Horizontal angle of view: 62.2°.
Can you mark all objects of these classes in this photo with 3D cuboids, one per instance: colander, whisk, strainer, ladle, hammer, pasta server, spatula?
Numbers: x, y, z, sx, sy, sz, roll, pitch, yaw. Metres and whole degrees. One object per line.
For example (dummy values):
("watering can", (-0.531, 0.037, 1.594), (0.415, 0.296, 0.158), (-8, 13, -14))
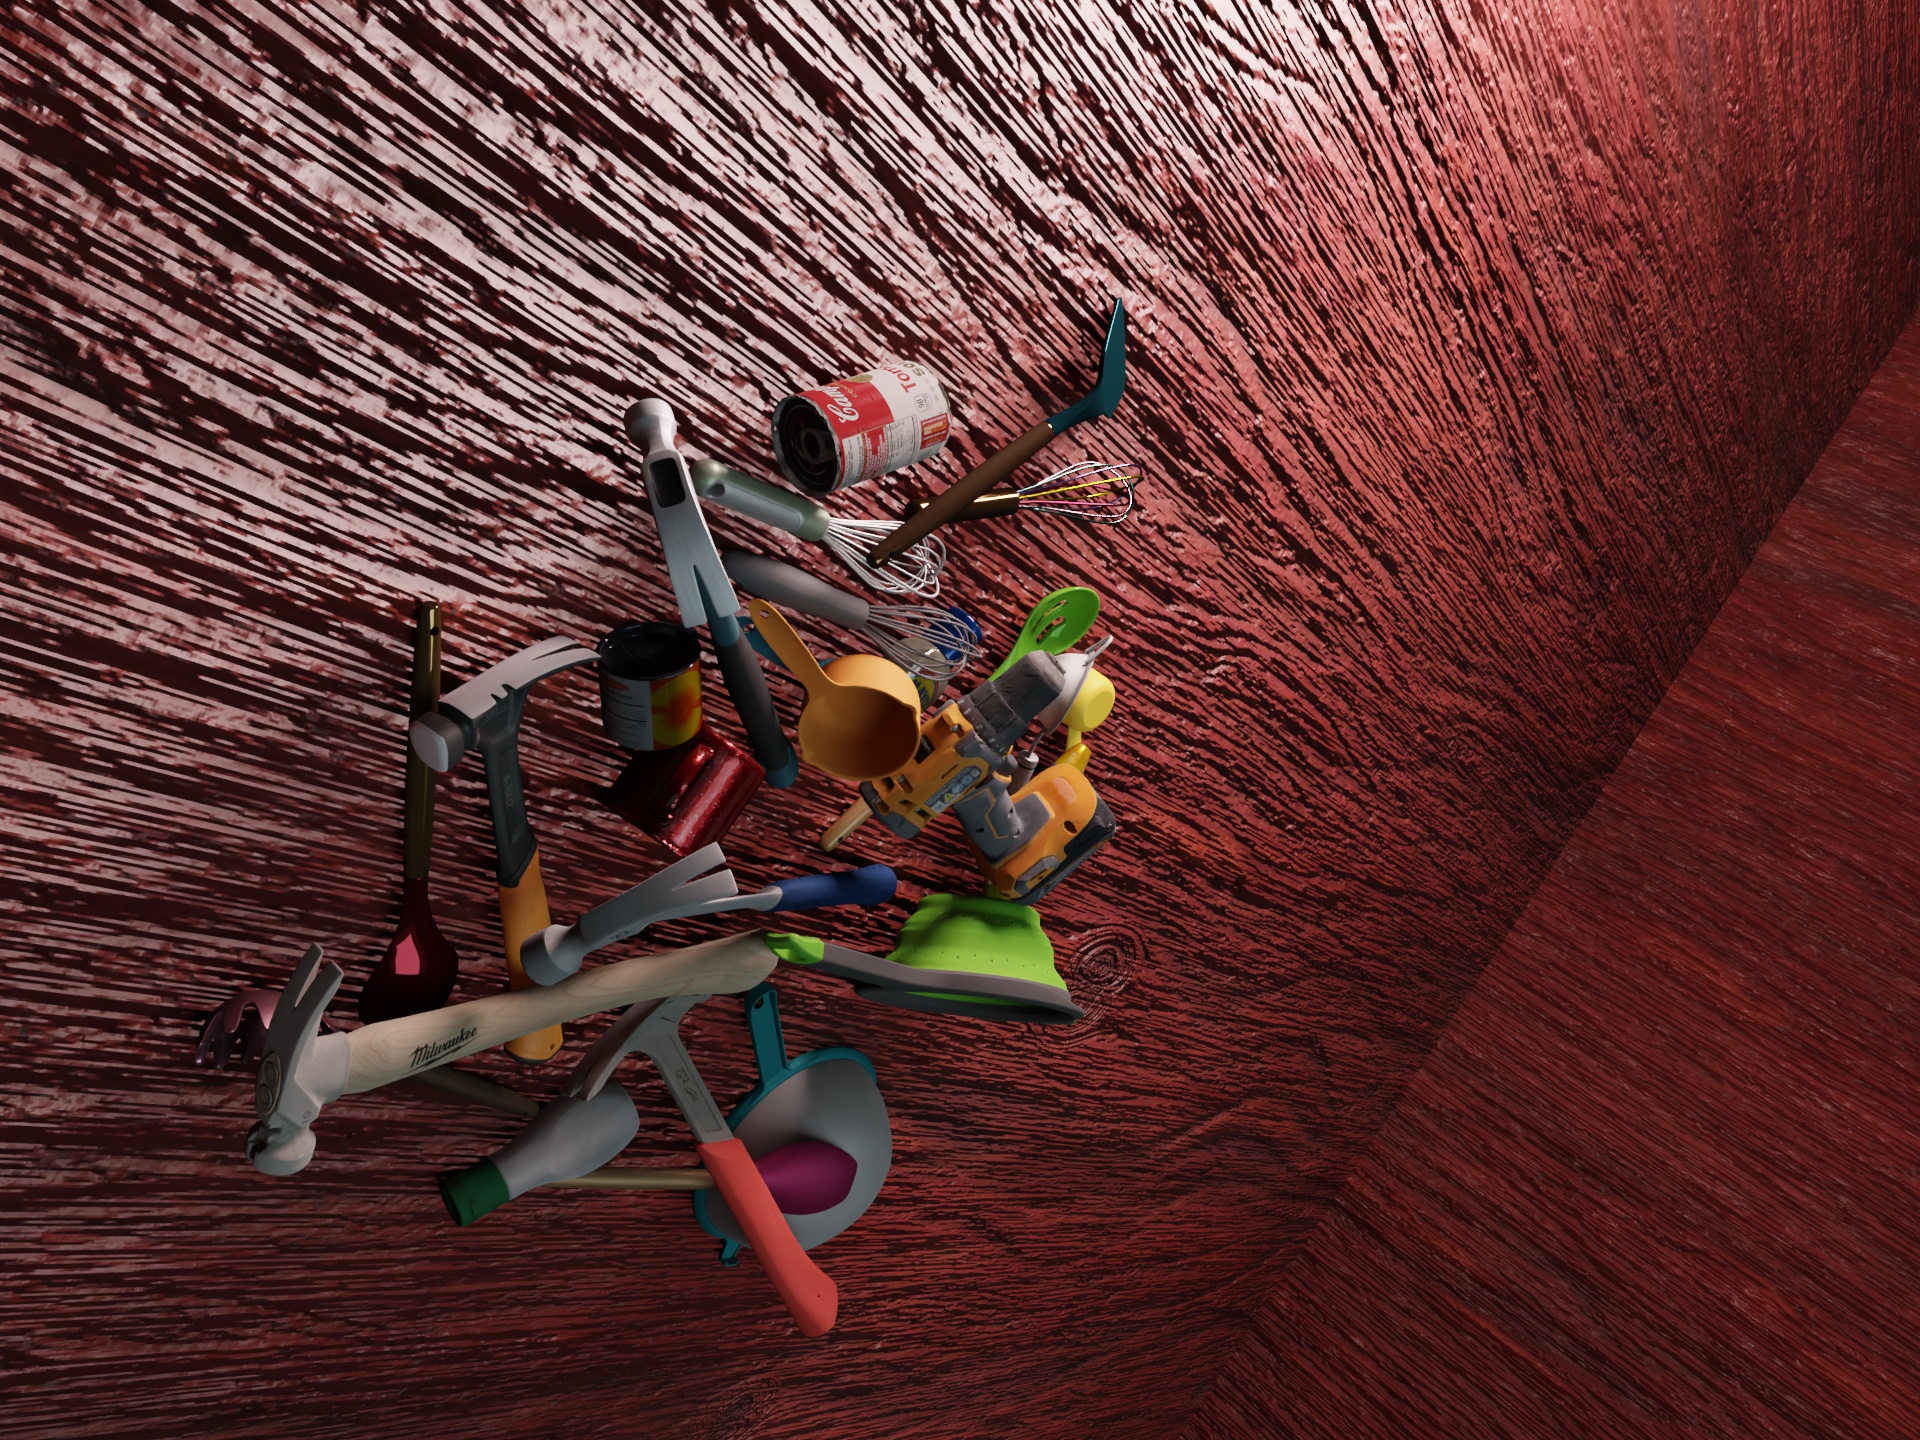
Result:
("colander", (-0.030, 0.185, 1.344), (0.396, 0.204, 0.094), (29, 63, -54))
("whisk", (-0.093, -0.131, 1.088), (0.058, 0.059, 0.246), (-38, 148, 25))
("strainer", (0.060, 0.028, 1.407), (0.087, 0.050, 0.258), (-77, -170, -66))
("strainer", (-0.134, 0.360, 1.396), (0.211, 0.095, 0.340), (-34, 141, -29))
("whisk", (0.053, -0.171, 1.238), (0.245, 0.047, 0.051), (-14, 116, -39))
("ladle", (-0.334, 0.071, 0.980), (0.069, 0.031, 0.315), (-17, 128, -44))
("hammer", (-0.269, 0.182, 1.067), (0.410, 0.038, 0.146), (-7, 125, -53))
("hammer", (-0.185, 0.369, 1.267), (0.149, 0.037, 0.358), (-46, 126, -39))
("hammer", (-0.151, -0.053, 1.036), (0.033, 0.128, 0.330), (-18, 148, -5))
("pasta server", (-0.375, 0.231, 1.050), (0.060, 0.040, 0.315), (-25, 148, 11))
("whisk", (-0.075, -0.077, 1.131), (0.238, 0.055, 0.055), (20, 102, -41))
("hammer", (-0.139, 0.128, 1.149), (0.144, 0.035, 0.405), (-28, 168, 18))
("spatula", (0.038, -0.202, 1.166), (0.317, 0.044, 0.082), (-40, 143, -28))
("hammer", (-0.284, 0.103, 1.045), (0.127, 0.034, 0.336), (-41, 148, -43))

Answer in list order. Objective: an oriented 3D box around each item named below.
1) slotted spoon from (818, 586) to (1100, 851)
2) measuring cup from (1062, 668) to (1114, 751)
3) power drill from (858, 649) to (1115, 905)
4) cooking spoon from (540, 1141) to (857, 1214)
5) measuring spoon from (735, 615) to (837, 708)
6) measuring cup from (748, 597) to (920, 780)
("slotted spoon", (-0.002, -0.004, 1.318), (0.314, 0.031, 0.070), (-44, 144, -14))
("measuring cup", (0.115, 0.023, 1.476), (0.062, 0.029, 0.156), (-28, 135, -34))
("power drill", (0.045, 0.046, 1.301), (0.185, 0.084, 0.226), (-42, 141, 7))
("cooking spoon", (-0.218, 0.374, 1.295), (0.318, 0.017, 0.069), (13, 99, -36))
("measuring spoon", (-0.123, -0.049, 1.148), (0.042, 0.021, 0.128), (-44, 137, 9))
("measuring cup", (-0.094, -0.034, 1.127), (0.095, 0.052, 0.173), (-25, 122, 20))
